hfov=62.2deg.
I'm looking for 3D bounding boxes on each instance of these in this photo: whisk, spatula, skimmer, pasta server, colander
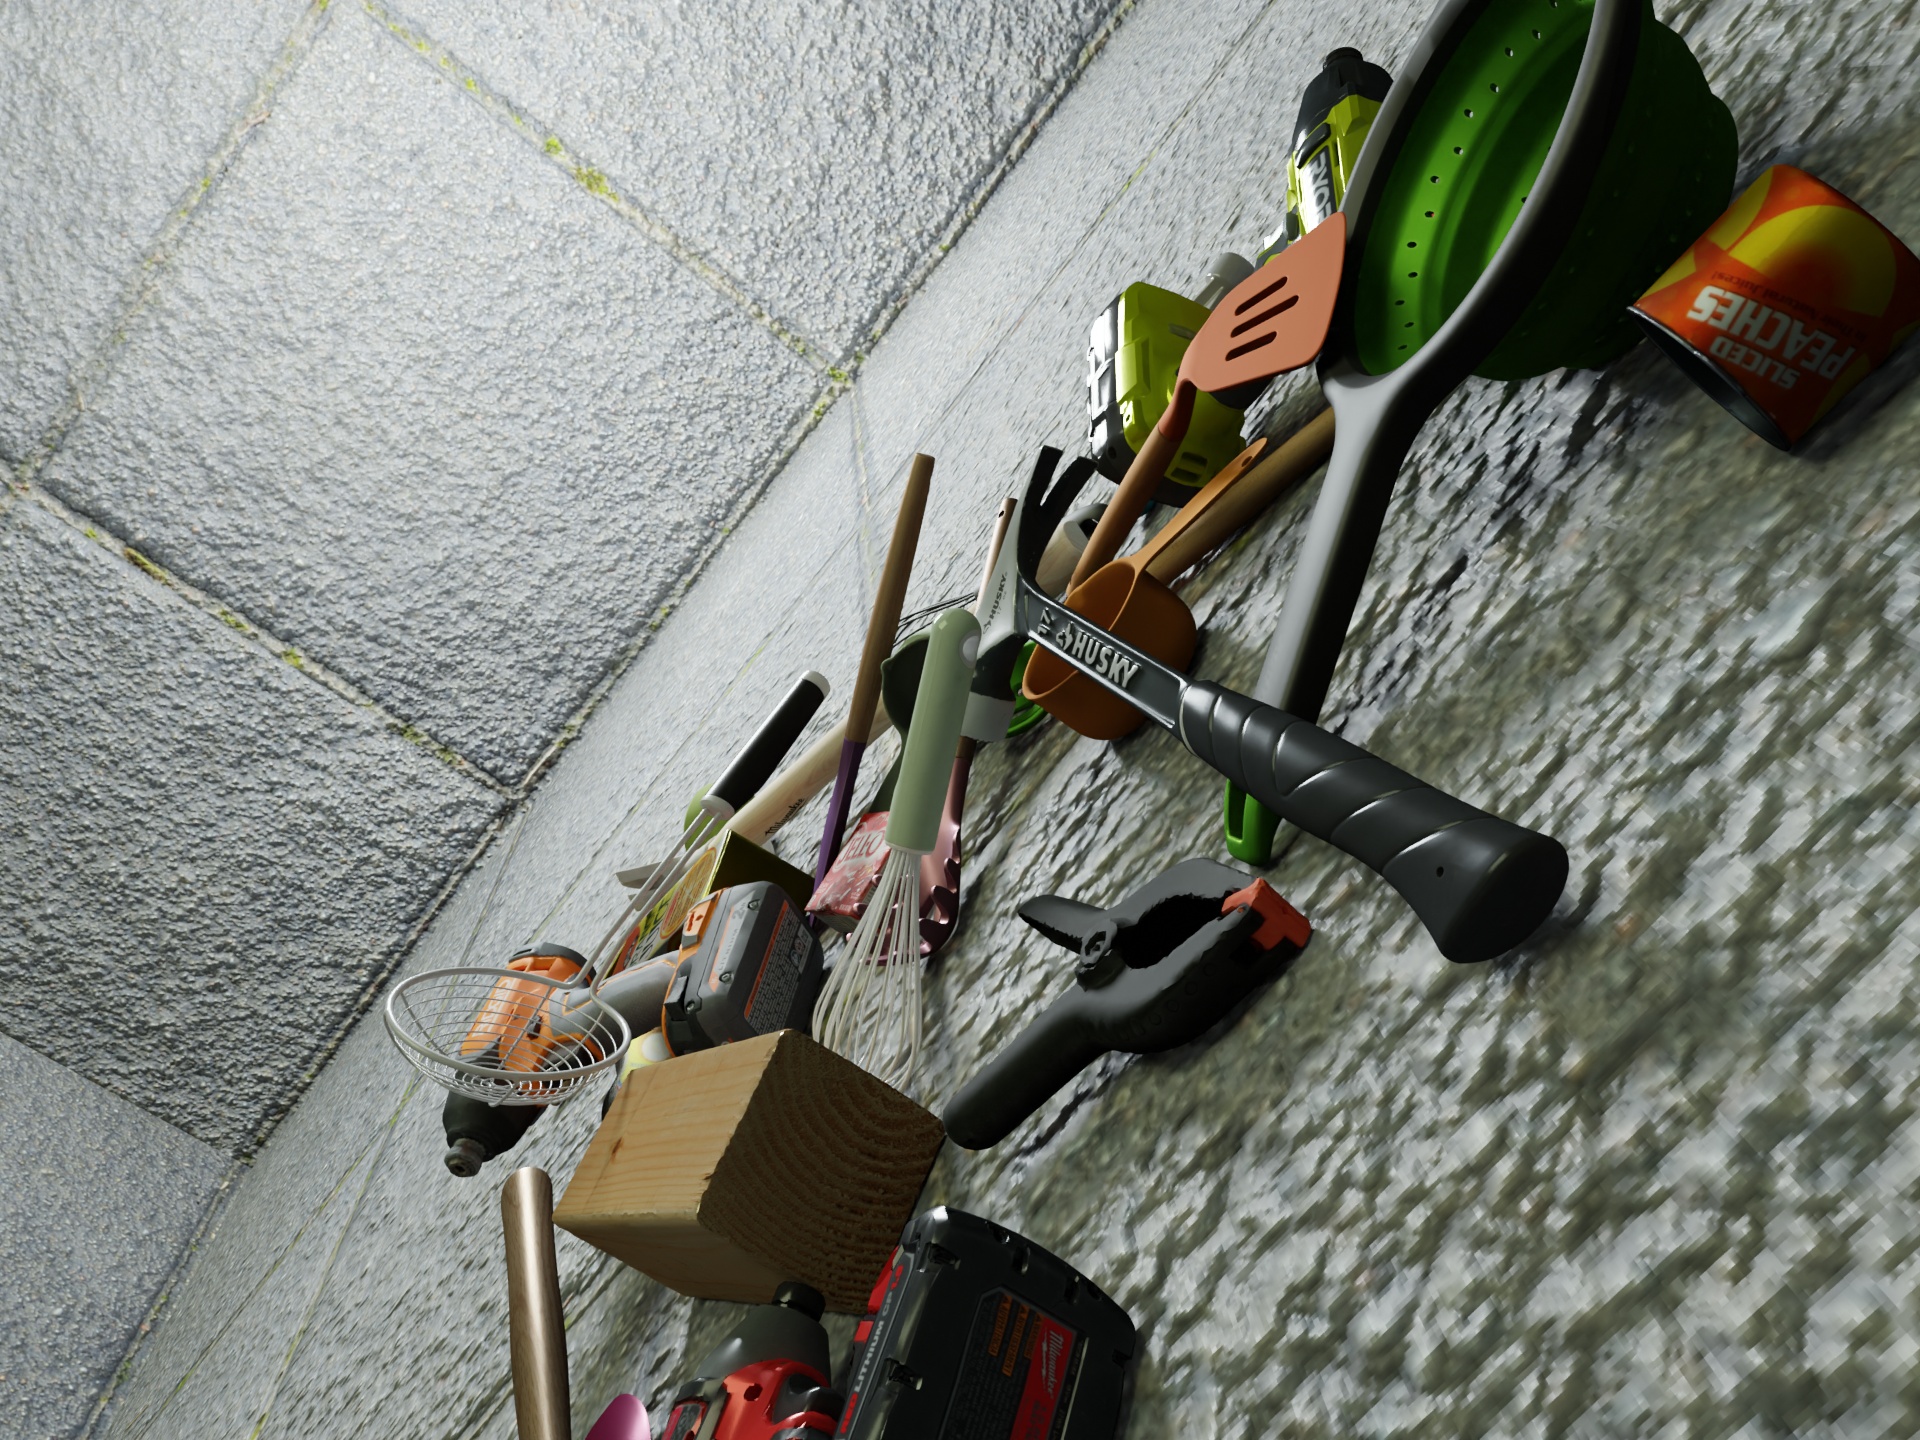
[{"bbox_3d":[-0.027,0.067,0.756,0.059,0.057,0.246,15,95,32],"label":"whisk"},{"bbox_3d":[0.020,-0.082,1.089,0.239,0.055,0.055,-33,25,40],"label":"whisk"},{"bbox_3d":[-0.059,-0.013,0.997,0.060,0.018,0.315,-89,13,-73],"label":"spatula"},{"bbox_3d":[-0.179,0.075,0.922,0.363,0.127,0.090,-55,-26,-36],"label":"skimmer"},{"bbox_3d":[0.108,-0.132,0.806,0.322,0.041,0.081,118,168,-66],"label":"spatula"},{"bbox_3d":[-0.001,-0.003,0.896,0.060,0.040,0.316,-18,49,41],"label":"pasta server"},{"bbox_3d":[0.201,-0.124,0.616,0.204,0.094,0.397,-157,85,-79],"label":"colander"}]

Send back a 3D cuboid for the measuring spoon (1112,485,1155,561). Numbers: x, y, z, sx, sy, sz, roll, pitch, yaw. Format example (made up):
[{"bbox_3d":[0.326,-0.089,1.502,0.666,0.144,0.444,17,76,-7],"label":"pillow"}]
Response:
[{"bbox_3d":[0.098,-0.102,0.964,0.042,0.021,0.129,-37,31,63],"label":"measuring spoon"}]

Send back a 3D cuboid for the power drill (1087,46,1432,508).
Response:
[{"bbox_3d":[0.157,-0.228,0.838,0.223,0.080,0.171,-42,40,52],"label":"power drill"}]

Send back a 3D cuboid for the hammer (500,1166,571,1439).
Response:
[{"bbox_3d":[-0.192,0.311,0.730,0.332,0.031,0.130,-132,57,-64],"label":"hammer"}]

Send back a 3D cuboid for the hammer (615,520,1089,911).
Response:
[{"bbox_3d":[-0.069,0.004,1.072,0.410,0.038,0.146,-40,-14,29],"label":"hammer"}]

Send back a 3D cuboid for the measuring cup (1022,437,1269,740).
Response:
[{"bbox_3d":[0.106,-0.061,0.789,0.173,0.052,0.095,-46,18,19],"label":"measuring cup"}]

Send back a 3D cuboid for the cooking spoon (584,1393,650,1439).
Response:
[{"bbox_3d":[-0.143,0.371,0.658,0.069,0.017,0.319,-57,16,-5],"label":"cooking spoon"}]

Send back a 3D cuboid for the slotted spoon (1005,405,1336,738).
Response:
[{"bbox_3d":[0.111,-0.081,0.858,0.313,0.031,0.070,-41,30,33],"label":"slotted spoon"}]

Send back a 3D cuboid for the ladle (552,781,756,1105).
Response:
[{"bbox_3d":[-0.256,0.185,1.291,0.062,0.078,0.320,46,108,34],"label":"ladle"}]

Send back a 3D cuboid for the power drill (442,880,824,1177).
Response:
[{"bbox_3d":[-0.206,0.190,0.952,0.226,0.084,0.164,-18,31,23],"label":"power drill"}]

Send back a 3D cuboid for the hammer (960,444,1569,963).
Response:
[{"bbox_3d":[0.089,-0.011,0.618,0.409,0.036,0.149,40,115,64],"label":"hammer"}]

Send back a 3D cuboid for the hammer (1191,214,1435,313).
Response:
[{"bbox_3d":[0.194,-0.238,0.927,0.149,0.036,0.359,-55,16,-5],"label":"hammer"}]

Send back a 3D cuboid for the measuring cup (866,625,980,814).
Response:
[{"bbox_3d":[-0.026,0.014,0.998,0.038,0.083,0.167,-68,4,-65],"label":"measuring cup"}]

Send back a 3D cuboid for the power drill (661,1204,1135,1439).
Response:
[{"bbox_3d":[-0.042,0.246,0.539,0.219,0.078,0.143,-40,20,47],"label":"power drill"}]
